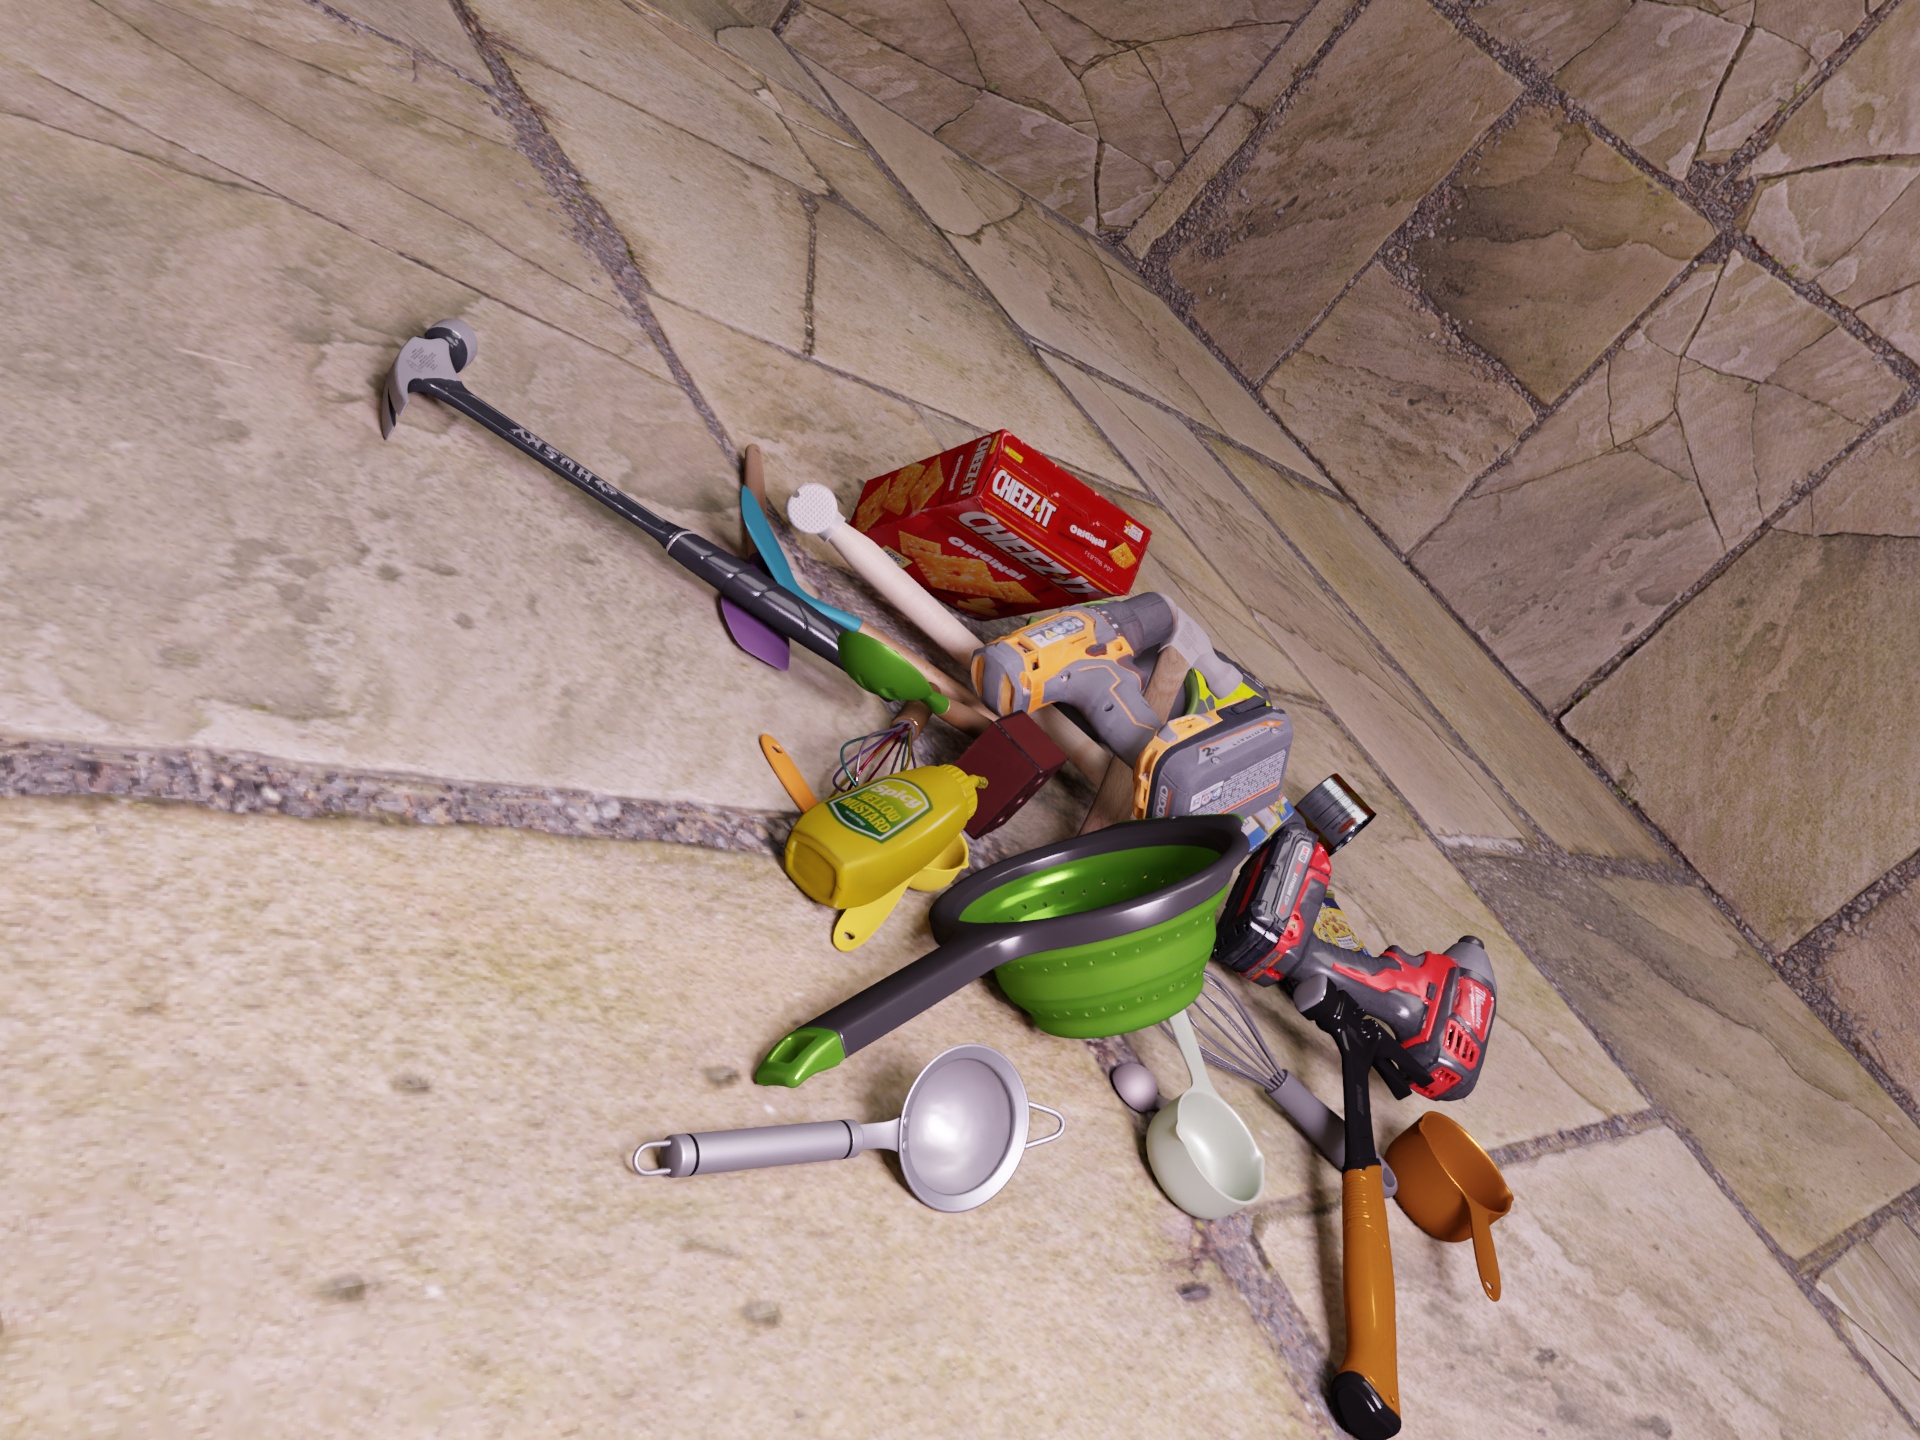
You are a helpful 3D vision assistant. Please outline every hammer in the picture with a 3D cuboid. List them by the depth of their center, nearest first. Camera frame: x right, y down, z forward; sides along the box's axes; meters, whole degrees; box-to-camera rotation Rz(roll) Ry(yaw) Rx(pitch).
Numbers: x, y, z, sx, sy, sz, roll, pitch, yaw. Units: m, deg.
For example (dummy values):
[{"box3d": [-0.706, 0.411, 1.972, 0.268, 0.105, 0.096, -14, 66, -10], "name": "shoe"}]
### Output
[{"box3d": [0.267, 0.316, 1.039, 0.127, 0.034, 0.337, 43, 31, -15], "name": "hammer"}, {"box3d": [-0.210, -0.133, 1.100, 0.408, 0.036, 0.149, 33, 26, -13], "name": "hammer"}, {"box3d": [0.147, 0.009, 1.287, 0.130, 0.031, 0.331, 45, 38, -12], "name": "hammer"}, {"box3d": [0.019, -0.047, 1.296, 0.410, 0.038, 0.146, 42, 2, -9], "name": "hammer"}]

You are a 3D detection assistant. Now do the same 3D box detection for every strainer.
[{"box3d": [-0.052, 0.204, 0.785, 0.258, 0.050, 0.087, 9, 83, -44], "name": "strainer"}, {"box3d": [0.153, 0.014, 1.394, 0.151, 0.069, 0.257, -9, 62, -34], "name": "strainer"}]

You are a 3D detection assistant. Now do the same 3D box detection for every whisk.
[{"box3d": [0.223, 0.257, 1.116, 0.239, 0.055, 0.055, 43, 23, -8], "name": "whisk"}, {"box3d": [-0.048, 0.014, 1.122, 0.051, 0.047, 0.245, 40, 19, -4], "name": "whisk"}]

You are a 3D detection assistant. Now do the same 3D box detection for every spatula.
[{"box3d": [-0.160, -0.139, 1.232, 0.059, 0.018, 0.316, 31, 27, -26], "name": "spatula"}, {"box3d": [-0.053, -0.066, 1.237, 0.317, 0.044, 0.082, 34, 17, -21], "name": "spatula"}]

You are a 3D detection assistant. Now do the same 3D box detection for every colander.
[{"box3d": [0.038, 0.158, 0.934, 0.397, 0.204, 0.094, -23, 101, -48], "name": "colander"}]

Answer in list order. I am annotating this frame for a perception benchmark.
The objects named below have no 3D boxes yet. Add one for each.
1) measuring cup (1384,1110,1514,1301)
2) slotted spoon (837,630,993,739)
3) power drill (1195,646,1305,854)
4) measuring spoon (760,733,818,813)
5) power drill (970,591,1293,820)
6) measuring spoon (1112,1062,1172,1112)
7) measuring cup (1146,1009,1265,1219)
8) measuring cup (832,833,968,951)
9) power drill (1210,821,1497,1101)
[{"box3d": [0.347, 0.356, 1.129, 0.095, 0.052, 0.174, 38, 26, -10], "name": "measuring cup"}, {"box3d": [-0.002, -0.004, 1.152, 0.070, 0.031, 0.313, 21, -4, 29], "name": "slotted spoon"}, {"box3d": [0.254, 0.031, 1.514, 0.171, 0.080, 0.223, 31, 29, -23], "name": "power drill"}, {"box3d": [-0.095, 0.050, 1.016, 0.021, 0.011, 0.117, 5, 43, -55], "name": "measuring spoon"}, {"box3d": [0.144, -0.017, 1.188, 0.185, 0.084, 0.226, -23, 45, -31], "name": "power drill"}, {"box3d": [0.150, 0.253, 1.037, 0.124, 0.018, 0.034, 31, 25, -25], "name": "measuring spoon"}, {"box3d": [0.139, 0.236, 1.007, 0.083, 0.038, 0.168, 25, 34, -35], "name": "measuring cup"}, {"box3d": [-0.045, 0.106, 0.992, 0.062, 0.029, 0.156, 35, 35, 5], "name": "measuring cup"}, {"box3d": [0.316, 0.183, 1.235, 0.219, 0.078, 0.143, 33, 51, -1], "name": "power drill"}]
